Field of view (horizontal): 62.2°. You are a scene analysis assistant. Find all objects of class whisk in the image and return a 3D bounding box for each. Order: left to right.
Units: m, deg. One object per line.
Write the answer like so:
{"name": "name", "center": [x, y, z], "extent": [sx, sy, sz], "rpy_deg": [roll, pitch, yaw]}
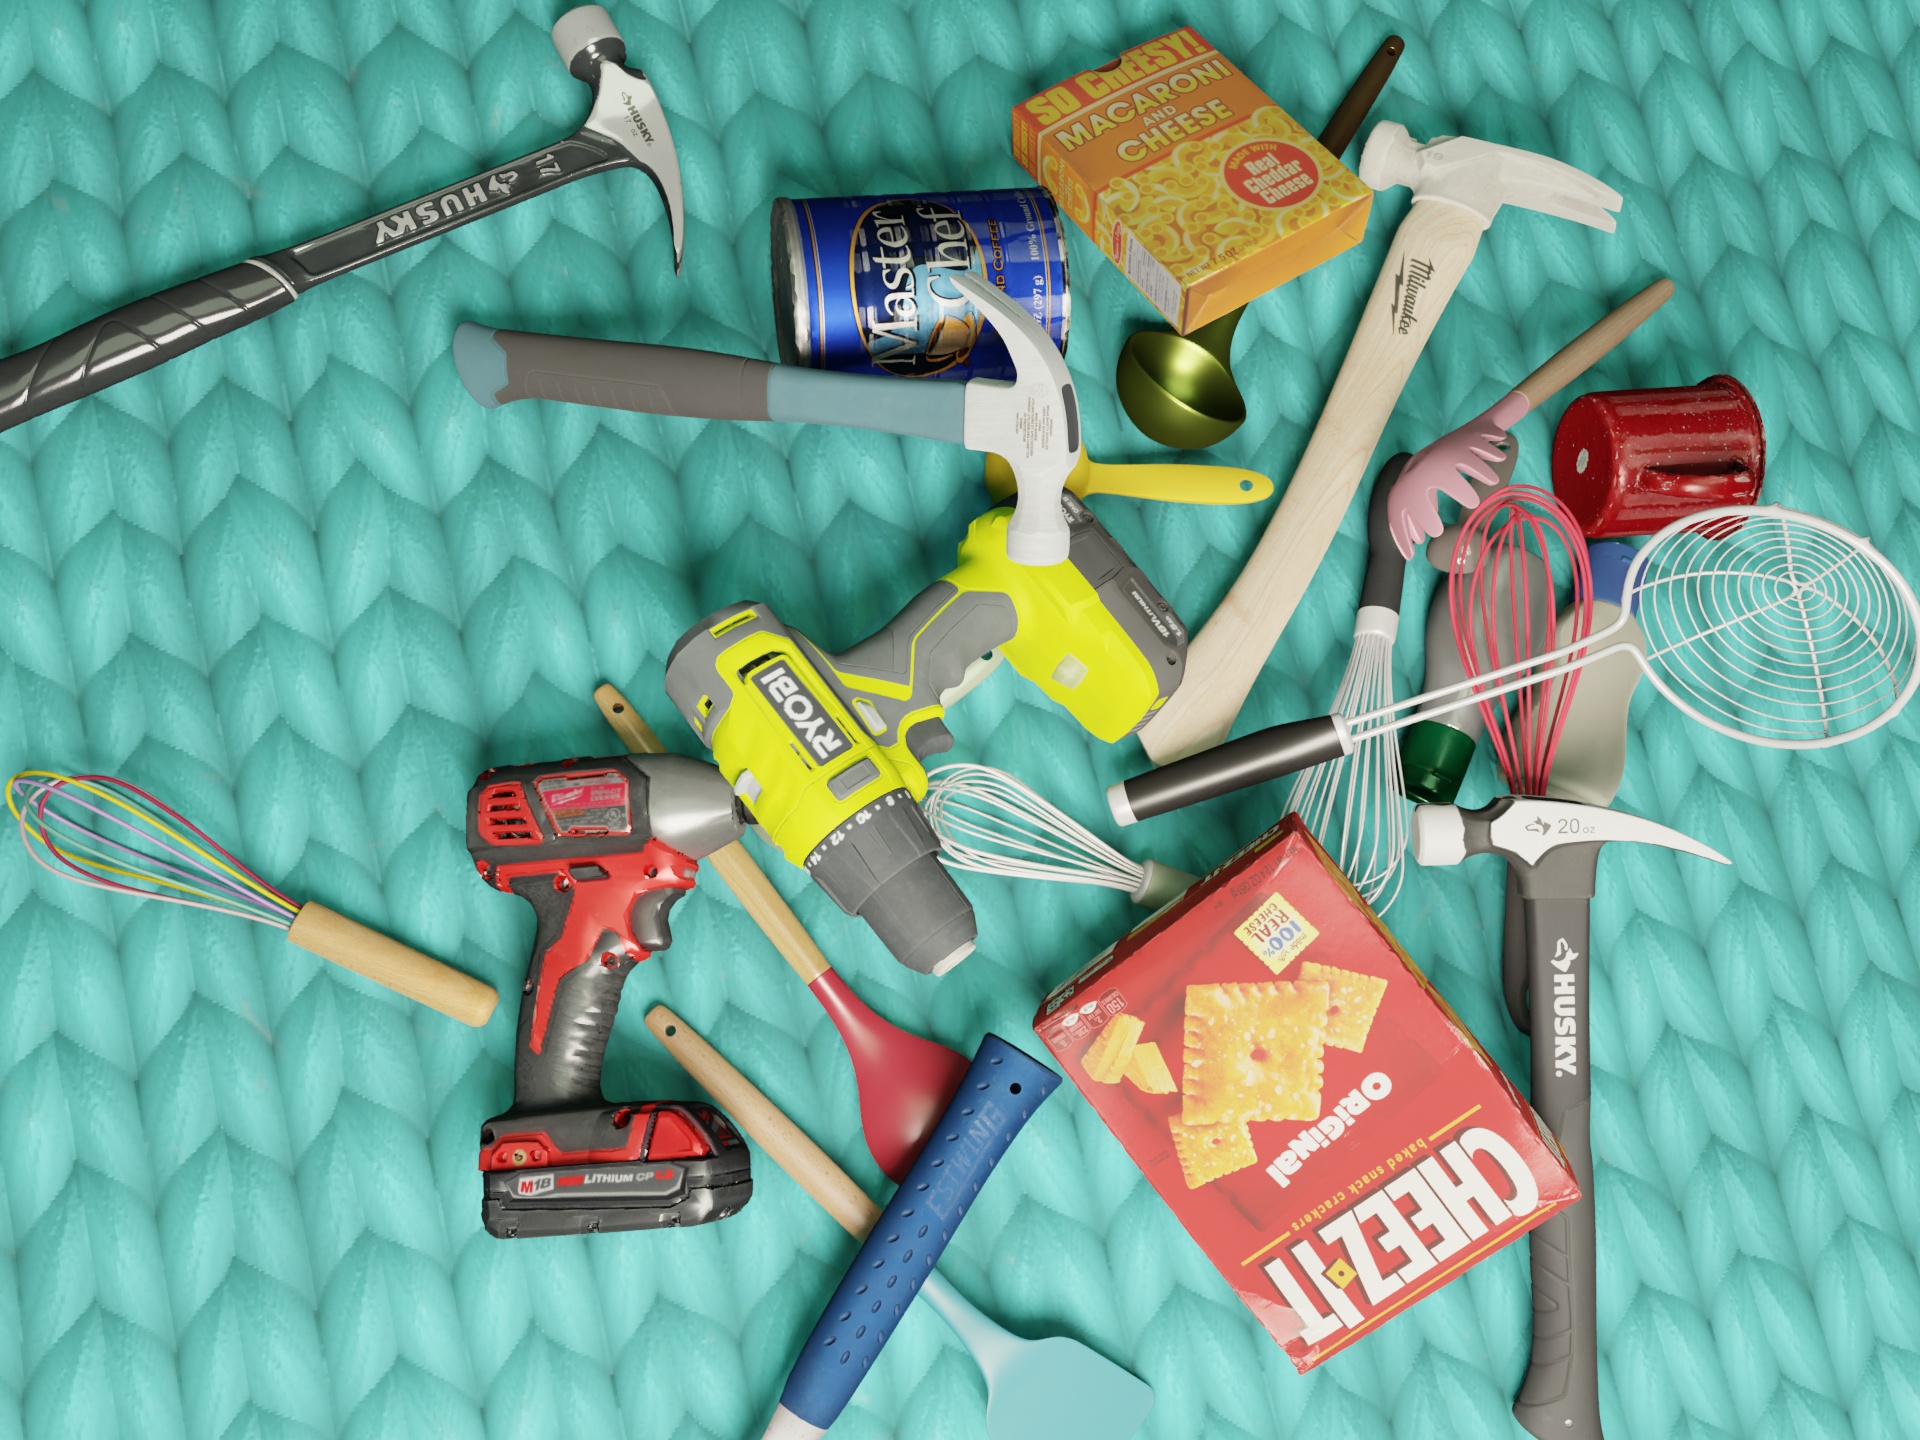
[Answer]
{"name": "whisk", "center": [-0.335, 0.087, 0.757], "extent": [0.245, 0.051, 0.047], "rpy_deg": [27, 98, -7]}
{"name": "whisk", "center": [0.087, 0.081, 0.824], "extent": [0.246, 0.058, 0.059], "rpy_deg": [21, 111, -8]}
{"name": "whisk", "center": [0.218, -0.021, 0.856], "extent": [0.070, 0.070, 0.285], "rpy_deg": [16, 70, -6]}
{"name": "whisk", "center": [0.294, 0.025, 0.827], "extent": [0.073, 0.073, 0.295], "rpy_deg": [-9, 102, -11]}

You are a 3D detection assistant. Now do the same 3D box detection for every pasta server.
{"name": "pasta server", "center": [0.322, -0.178, 0.871], "extent": [0.316, 0.060, 0.040], "rpy_deg": [-36, 84, -34]}

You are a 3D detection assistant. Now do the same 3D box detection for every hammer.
{"name": "hammer", "center": [-0.333, -0.229, 0.818], "extent": [0.409, 0.036, 0.149], "rpy_deg": [-28, 86, -13]}
{"name": "hammer", "center": [-0.102, -0.159, 0.773], "extent": [0.331, 0.033, 0.128], "rpy_deg": [10, 111, 18]}
{"name": "hammer", "center": [-0.083, 0.324, 0.726], "extent": [0.144, 0.035, 0.405], "rpy_deg": [33, 83, -1]}
{"name": "hammer", "center": [0.215, -0.144, 0.870], "extent": [0.146, 0.038, 0.411], "rpy_deg": [24, 78, 21]}
{"name": "hammer", "center": [0.307, 0.204, 0.798], "extent": [0.146, 0.035, 0.335], "rpy_deg": [-2, 93, 6]}

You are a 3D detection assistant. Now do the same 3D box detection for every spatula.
{"name": "spatula", "center": [-0.039, 0.255, 0.779], "extent": [0.317, 0.044, 0.082], "rpy_deg": [43, 77, 6]}

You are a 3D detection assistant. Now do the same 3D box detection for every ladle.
{"name": "ladle", "center": [-0.086, 0.107, 0.798], "extent": [0.069, 0.031, 0.315], "rpy_deg": [-37, 85, -18]}
{"name": "ladle", "center": [0.184, -0.282, 0.902], "extent": [0.078, 0.062, 0.320], "rpy_deg": [34, 73, -4]}

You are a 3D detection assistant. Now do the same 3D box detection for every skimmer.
{"name": "skimmer", "center": [0.243, -0.001, 0.748], "extent": [0.363, 0.090, 0.127], "rpy_deg": [-19, 114, 13]}

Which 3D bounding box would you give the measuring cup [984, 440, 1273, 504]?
{"name": "measuring cup", "center": [0.090, -0.134, 0.852], "extent": [0.156, 0.029, 0.062], "rpy_deg": [5, 77, 7]}

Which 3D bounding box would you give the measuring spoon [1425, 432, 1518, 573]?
{"name": "measuring spoon", "center": [0.291, -0.127, 0.888], "extent": [0.034, 0.018, 0.124], "rpy_deg": [14, 52, 25]}

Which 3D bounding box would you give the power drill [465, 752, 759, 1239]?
{"name": "power drill", "center": [-0.156, 0.123, 0.746], "extent": [0.143, 0.078, 0.220], "rpy_deg": [-6, 77, 5]}

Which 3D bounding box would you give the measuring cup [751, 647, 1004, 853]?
{"name": "measuring cup", "center": [-0.039, 0.004, 0.817], "extent": [0.167, 0.038, 0.083], "rpy_deg": [-38, 87, -12]}

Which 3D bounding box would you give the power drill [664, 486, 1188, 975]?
{"name": "power drill", "center": [-0.001, -0.002, 0.765], "extent": [0.228, 0.080, 0.191], "rpy_deg": [-32, 77, -31]}
